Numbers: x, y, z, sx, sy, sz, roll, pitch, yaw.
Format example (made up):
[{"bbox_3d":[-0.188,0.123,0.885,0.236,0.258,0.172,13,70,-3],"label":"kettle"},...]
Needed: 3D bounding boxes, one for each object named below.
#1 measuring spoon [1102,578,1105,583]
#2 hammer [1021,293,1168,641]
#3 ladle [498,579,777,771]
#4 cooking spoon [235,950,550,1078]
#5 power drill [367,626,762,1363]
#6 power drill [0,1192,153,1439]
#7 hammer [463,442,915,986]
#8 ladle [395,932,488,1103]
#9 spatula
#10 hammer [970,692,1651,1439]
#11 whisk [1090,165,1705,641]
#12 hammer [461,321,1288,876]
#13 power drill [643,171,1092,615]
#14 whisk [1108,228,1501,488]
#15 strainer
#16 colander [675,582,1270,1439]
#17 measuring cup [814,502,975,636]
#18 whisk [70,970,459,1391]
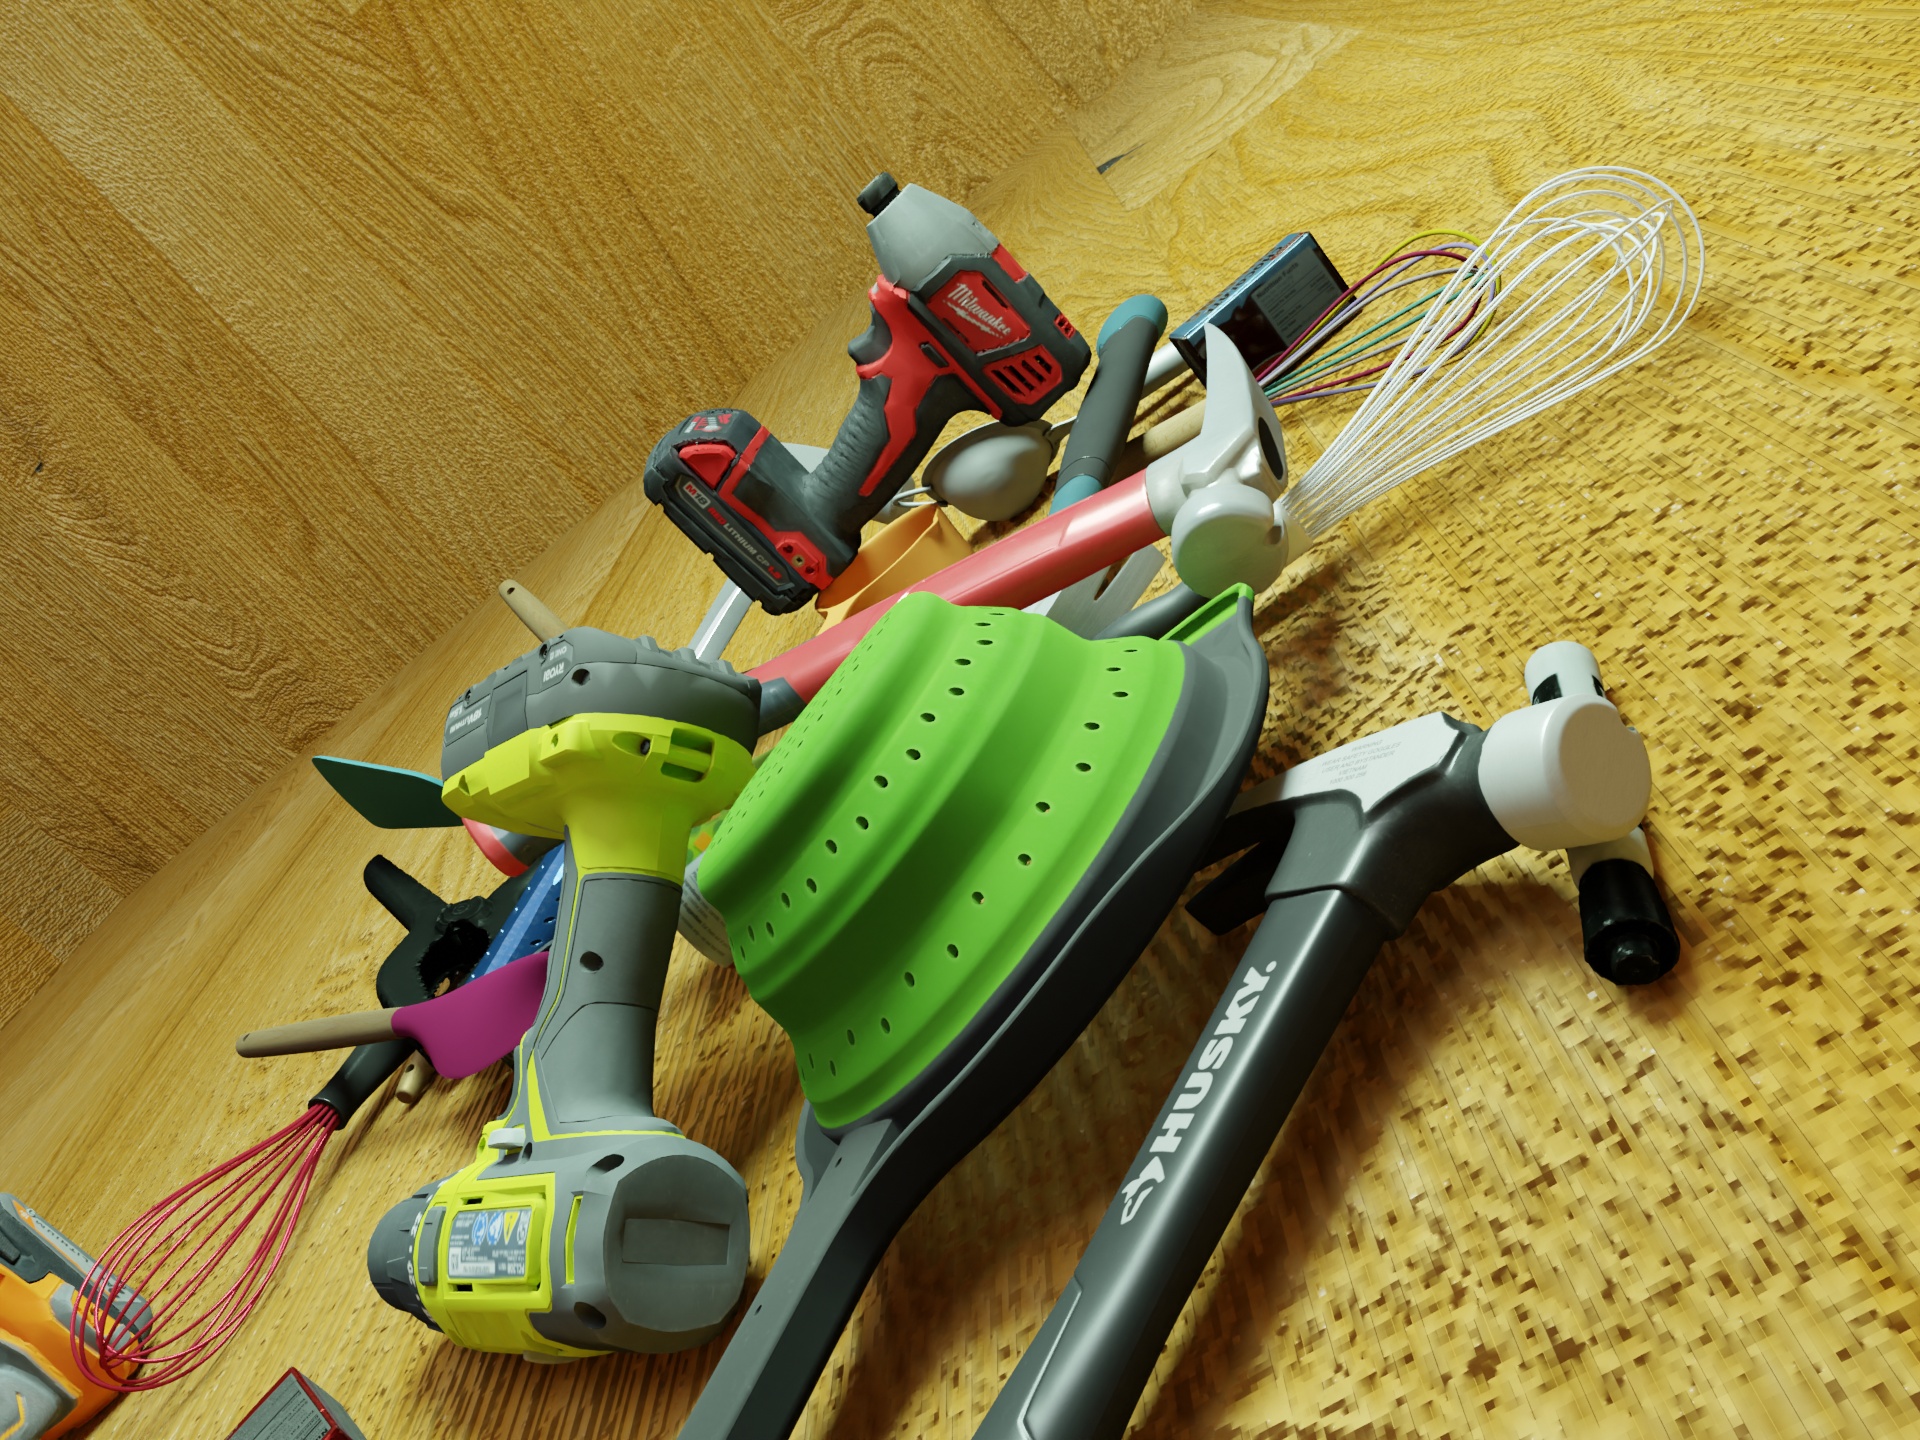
[{"bbox_3d":[0.037,-0.075,0.790,0.042,0.021,0.129,-45,18,-11],"label":"measuring spoon"},{"bbox_3d":[0.057,-0.113,0.755,0.128,0.033,0.331,-39,21,39],"label":"hammer"},{"bbox_3d":[-0.179,-0.014,0.831,0.078,0.062,0.320,-44,47,-10],"label":"ladle"},{"bbox_3d":[-0.293,0.154,0.800,0.319,0.017,0.069,-16,37,42],"label":"cooking spoon"},{"bbox_3d":[-0.142,0.099,0.553,0.190,0.080,0.229,-21,61,45],"label":"power drill"},{"bbox_3d":[-0.473,0.314,0.705,0.084,0.164,0.227,-39,17,6],"label":"power drill"},{"bbox_3d":[-0.169,-0.006,0.893,0.144,0.035,0.406,17,60,16],"label":"hammer"},{"bbox_3d":[-0.270,0.111,0.966,0.069,0.031,0.316,-18,29,20],"label":"ladle"},{"bbox_3d":[-0.218,0.005,0.942,0.317,0.082,0.044,-20,53,0],"label":"spatula"},{"bbox_3d":[0.023,0.133,0.330,0.335,0.035,0.146,-54,14,-26],"label":"hammer"},{"bbox_3d":[0.142,-0.088,0.581,0.284,0.070,0.070,-41,18,17],"label":"whisk"},{"bbox_3d":[-0.050,-0.031,0.642,0.386,0.038,0.143,-25,33,25],"label":"hammer"},{"bbox_3d":[-0.056,-0.170,0.832,0.219,0.143,0.079,-38,18,21],"label":"power drill"},{"bbox_3d":[0.147,-0.159,0.737,0.245,0.047,0.051,-21,29,52],"label":"whisk"},{"bbox_3d":[0.078,-0.176,0.909,0.258,0.050,0.086,-32,-23,11],"label":"strainer"},{"bbox_3d":[-0.046,0.087,0.422,0.204,0.094,0.397,-42,14,54],"label":"colander"},{"bbox_3d":[-0.044,-0.044,0.838,0.095,0.052,0.174,-25,27,39],"label":"measuring cup"},{"bbox_3d":[-0.342,0.218,0.826,0.073,0.073,0.296,-29,17,32],"label":"whisk"}]
